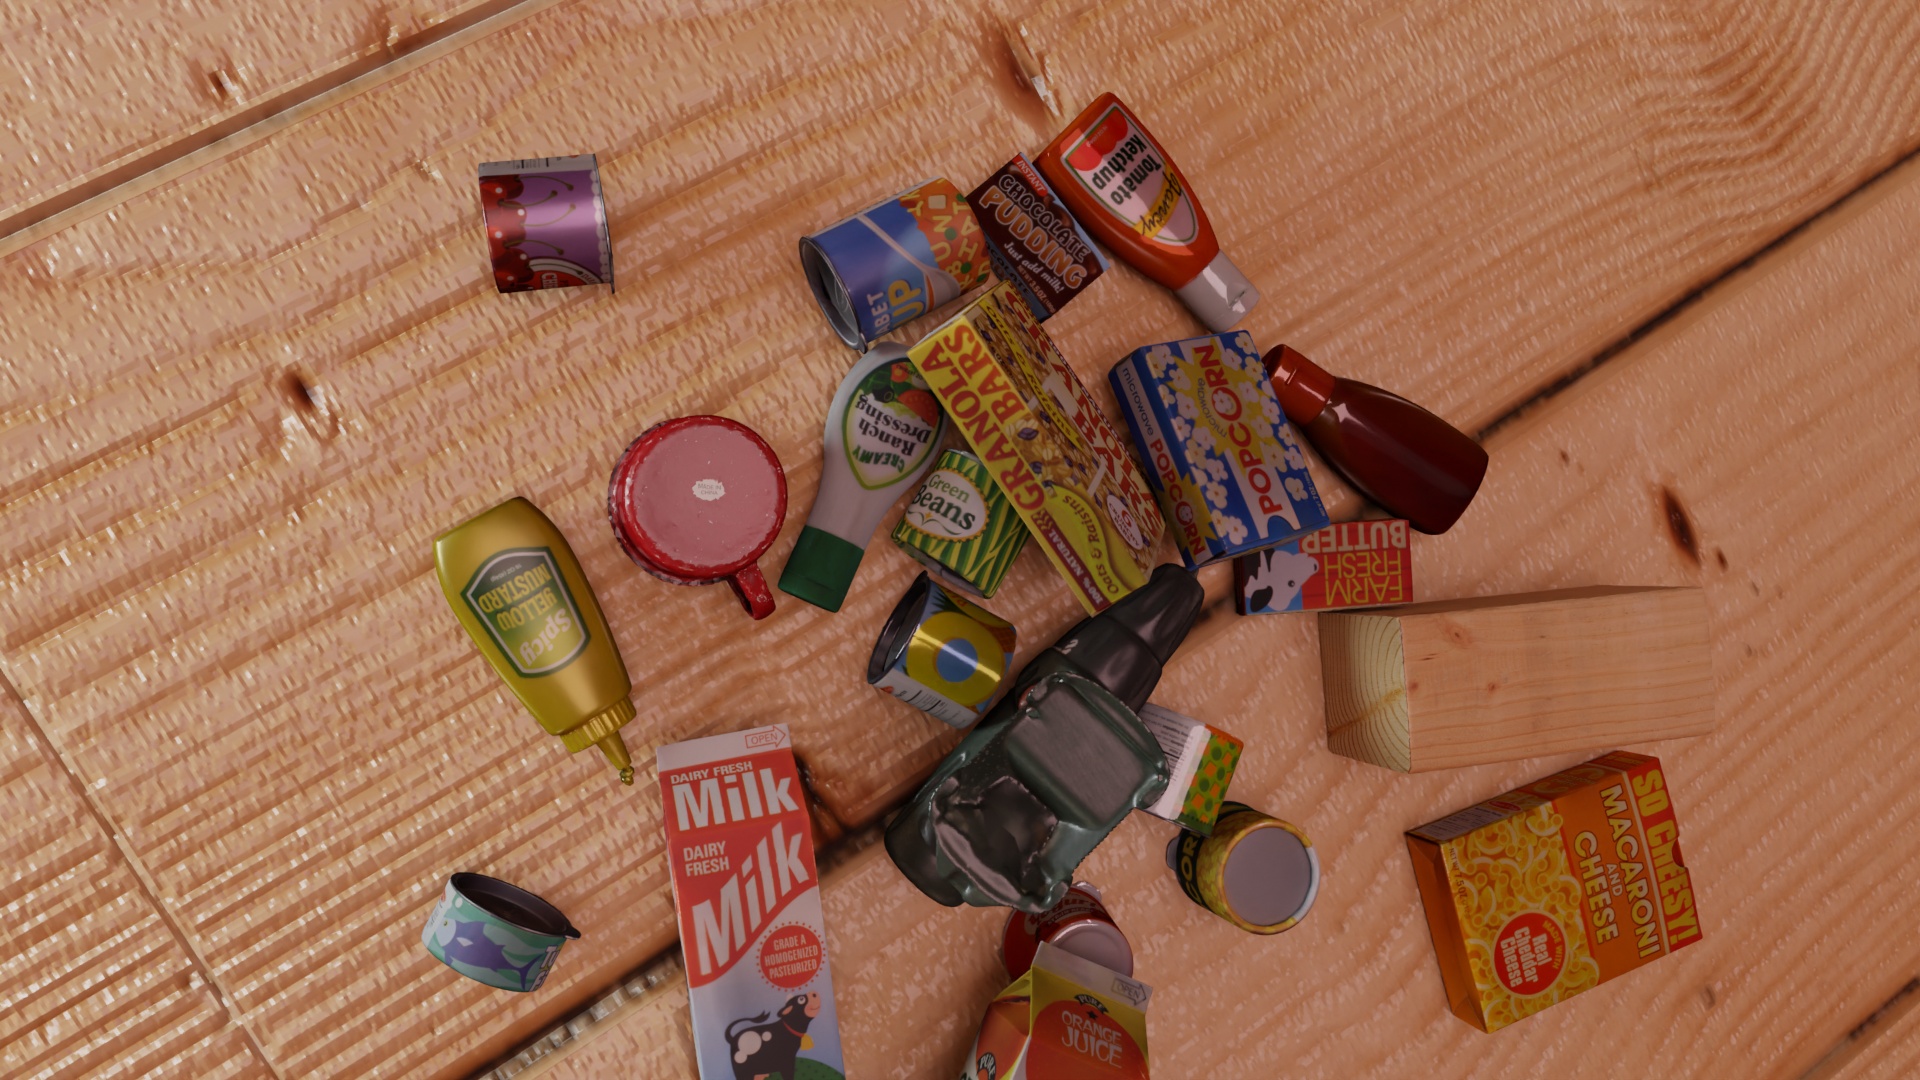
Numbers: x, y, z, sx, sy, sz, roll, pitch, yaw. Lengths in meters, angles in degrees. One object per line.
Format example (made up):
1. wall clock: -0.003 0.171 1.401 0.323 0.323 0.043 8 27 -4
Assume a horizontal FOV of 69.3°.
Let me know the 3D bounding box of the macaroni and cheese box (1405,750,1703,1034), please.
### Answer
1. macaroni and cheese box: 0.374 0.217 0.869 0.167 0.040 0.123 -17 94 -14

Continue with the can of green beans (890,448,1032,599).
1. can of green beans: 0.004 -0.009 0.761 0.071 0.071 0.058 34 82 -12

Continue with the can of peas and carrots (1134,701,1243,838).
1. can of peas and carrots: 0.122 0.130 0.792 0.071 0.071 0.059 24 83 -13

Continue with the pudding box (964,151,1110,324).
1. pudding box: 0.040 -0.171 0.792 0.050 0.030 0.083 -41 99 -13

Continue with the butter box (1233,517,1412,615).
1. butter box: 0.216 0.015 0.830 0.103 0.024 0.053 -4 91 -4

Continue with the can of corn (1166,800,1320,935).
1. can of corn: 0.163 0.189 0.804 0.071 0.058 0.071 0 89 -15

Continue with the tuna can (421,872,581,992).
1. tuna can: -0.229 0.197 0.695 0.071 0.071 0.033 28 84 -13

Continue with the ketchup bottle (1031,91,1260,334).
1. ketchup bottle: 0.112 -0.184 0.805 0.148 0.043 0.065 45 78 -10

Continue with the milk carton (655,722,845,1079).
1. milk carton: -0.111 0.195 0.723 0.072 0.073 0.190 -9 91 -15

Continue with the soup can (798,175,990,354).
1. soup can: -0.034 -0.149 0.753 0.084 0.071 0.071 -29 96 -14

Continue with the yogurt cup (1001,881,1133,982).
1. yogurt cup: 0.062 0.232 0.779 0.072 0.054 0.072 0 90 -14

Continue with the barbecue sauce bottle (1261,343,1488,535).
1. barbecue sauce bottle: 0.243 -0.065 0.837 0.148 0.043 0.065 31 89 -12

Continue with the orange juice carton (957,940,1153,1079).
1. orange juice carton: 0.033 0.307 0.708 0.072 0.073 0.193 27 78 -12

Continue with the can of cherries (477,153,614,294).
1. can of cherries: -0.210 -0.158 0.707 0.058 0.071 0.071 -9 92 -15

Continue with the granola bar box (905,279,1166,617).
1. granola bar box: 0.048 -0.055 0.745 0.039 0.125 0.165 -32 99 21

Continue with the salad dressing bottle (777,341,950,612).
1. salad dressing bottle: -0.053 -0.034 0.758 0.064 0.044 0.148 25 83 -14

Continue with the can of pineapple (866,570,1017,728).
1. can of pineapple: -0.009 0.060 0.756 0.058 0.071 0.071 29 82 -13

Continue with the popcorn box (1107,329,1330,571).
1. popcorn box: 0.146 -0.053 0.787 0.085 0.038 0.127 -13 76 -34

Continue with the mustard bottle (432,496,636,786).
1. mustard bottle: -0.207 0.057 0.713 0.065 0.049 0.160 -31 97 -12
